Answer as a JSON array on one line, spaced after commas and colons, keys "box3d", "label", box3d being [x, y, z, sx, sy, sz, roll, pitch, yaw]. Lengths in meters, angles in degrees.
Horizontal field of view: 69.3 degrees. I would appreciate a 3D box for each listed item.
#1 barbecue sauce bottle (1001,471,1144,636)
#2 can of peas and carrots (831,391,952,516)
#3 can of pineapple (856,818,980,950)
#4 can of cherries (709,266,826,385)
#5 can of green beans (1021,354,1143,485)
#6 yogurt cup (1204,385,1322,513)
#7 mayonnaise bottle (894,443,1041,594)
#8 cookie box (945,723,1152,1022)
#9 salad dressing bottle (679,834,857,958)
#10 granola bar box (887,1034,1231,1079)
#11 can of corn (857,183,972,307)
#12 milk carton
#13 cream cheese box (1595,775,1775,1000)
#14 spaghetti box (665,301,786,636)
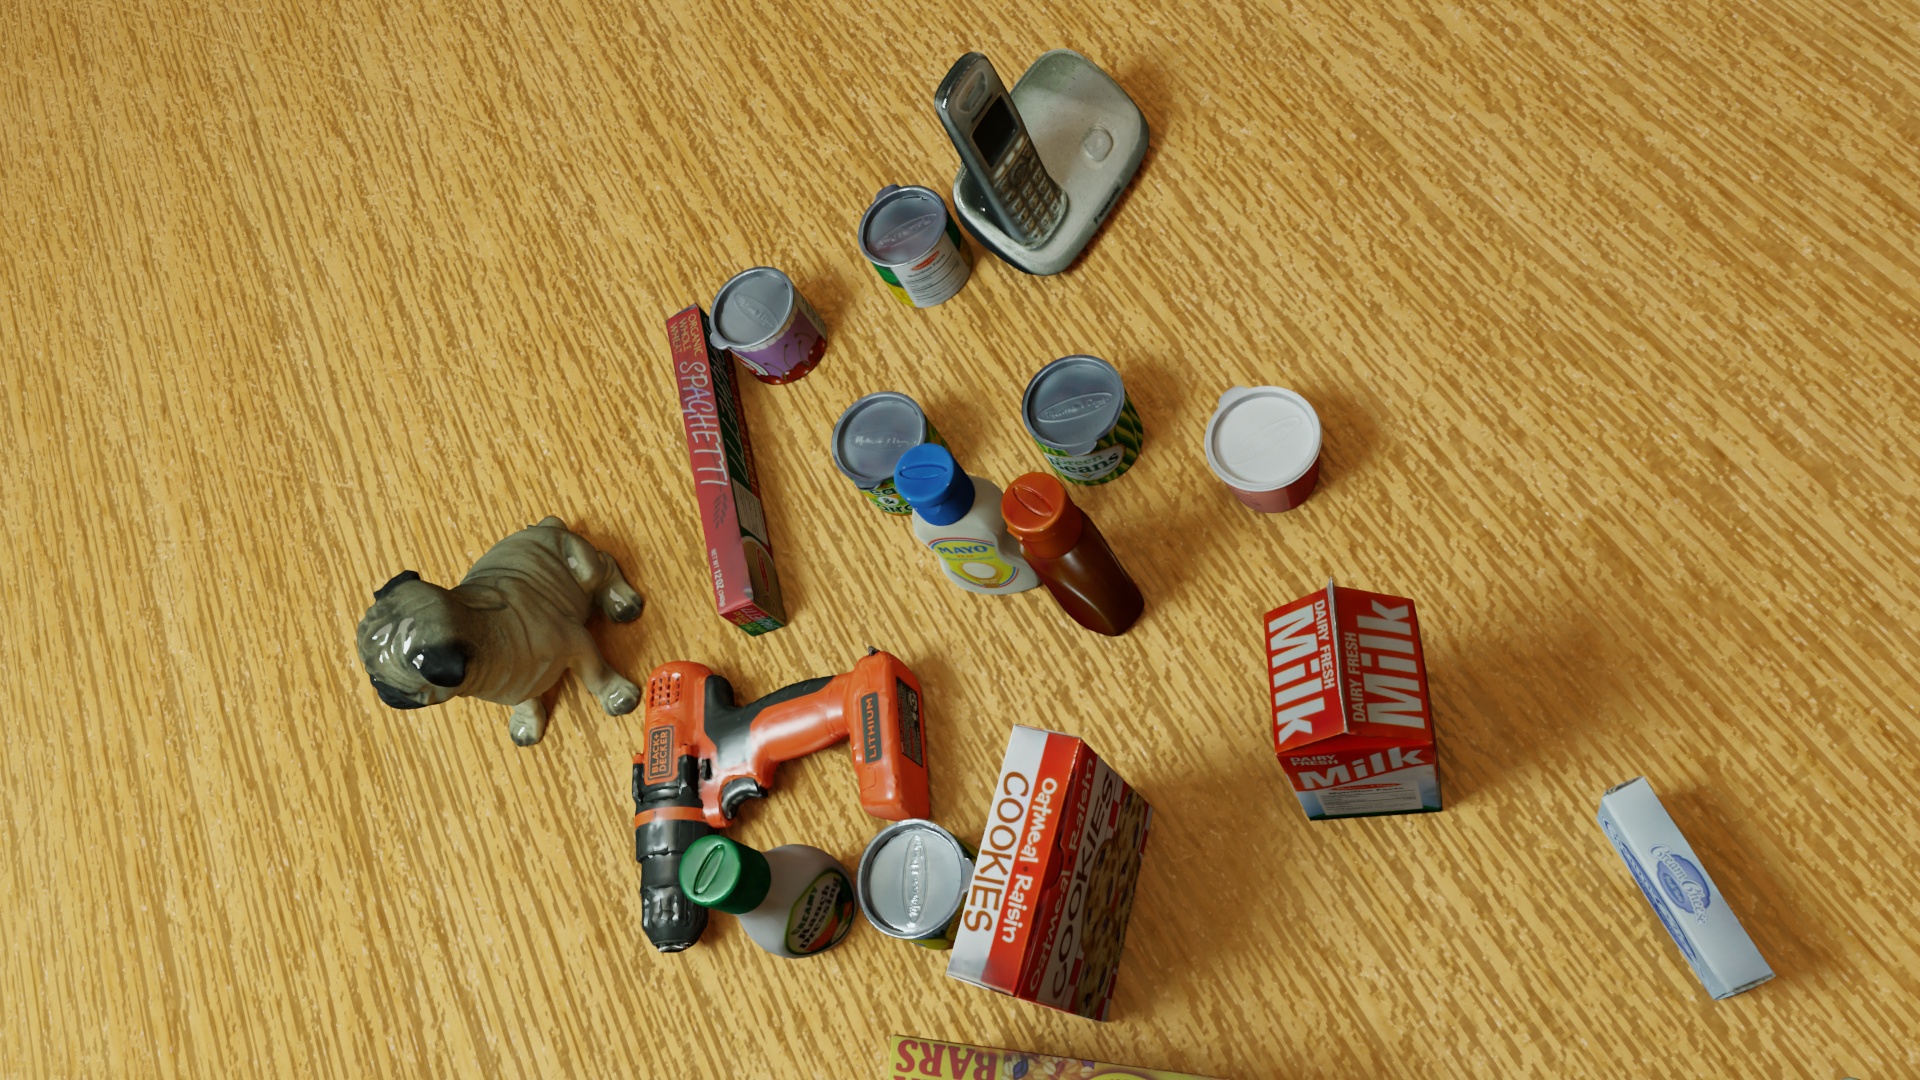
[{"box3d": [0.062, 0.007, 0.799, 0.065, 0.148, 0.044, 39, 85, 30], "label": "barbecue sauce bottle"}, {"box3d": [-0.044, -0.054, 0.917, 0.071, 0.058, 0.071, -8, 65, 17], "label": "can of peas and carrots"}, {"box3d": [-0.017, 0.199, 0.796, 0.071, 0.057, 0.071, -8, 65, 17], "label": "can of pineapple"}, {"box3d": [-0.139, -0.152, 0.996, 0.071, 0.058, 0.072, -8, 65, 17], "label": "can of cherries"}, {"box3d": [0.078, -0.075, 0.882, 0.071, 0.057, 0.071, -8, 65, 17], "label": "can of green beans"}, {"box3d": [0.185, -0.051, 0.834, 0.072, 0.054, 0.072, -8, 65, 17], "label": "yogurt cup"}, {"box3d": [0.003, -0.010, 0.829, 0.065, 0.147, 0.041, -2, 67, 20], "label": "mayonnaise bottle"}, {"box3d": [0.053, 0.177, 0.717, 0.040, 0.167, 0.123, 8, 71, 23], "label": "cookie box"}, {"box3d": [-0.106, 0.197, 0.778, 0.044, 0.147, 0.064, 22, 77, 27], "label": "salad dressing bottle"}, {"box3d": [0.061, 0.280, 0.693, 0.165, 0.124, 0.039, 0, 68, 20], "label": "granola bar box"}, {"box3d": [-0.032, -0.209, 0.981, 0.071, 0.058, 0.071, -8, 65, 17], "label": "can of corn"}, {"box3d": [0.196, 0.083, 0.691, 0.073, 0.190, 0.072, -8, 65, 18], "label": "milk carton"}, {"box3d": [0.349, 0.170, 0.675, 0.024, 0.053, 0.104, -28, 61, 8], "label": "cream cheese box"}, {"box3d": [-0.165, -0.053, 0.967, 0.028, 0.050, 0.251, -22, 62, 11], "label": "spaghetti box"}]
